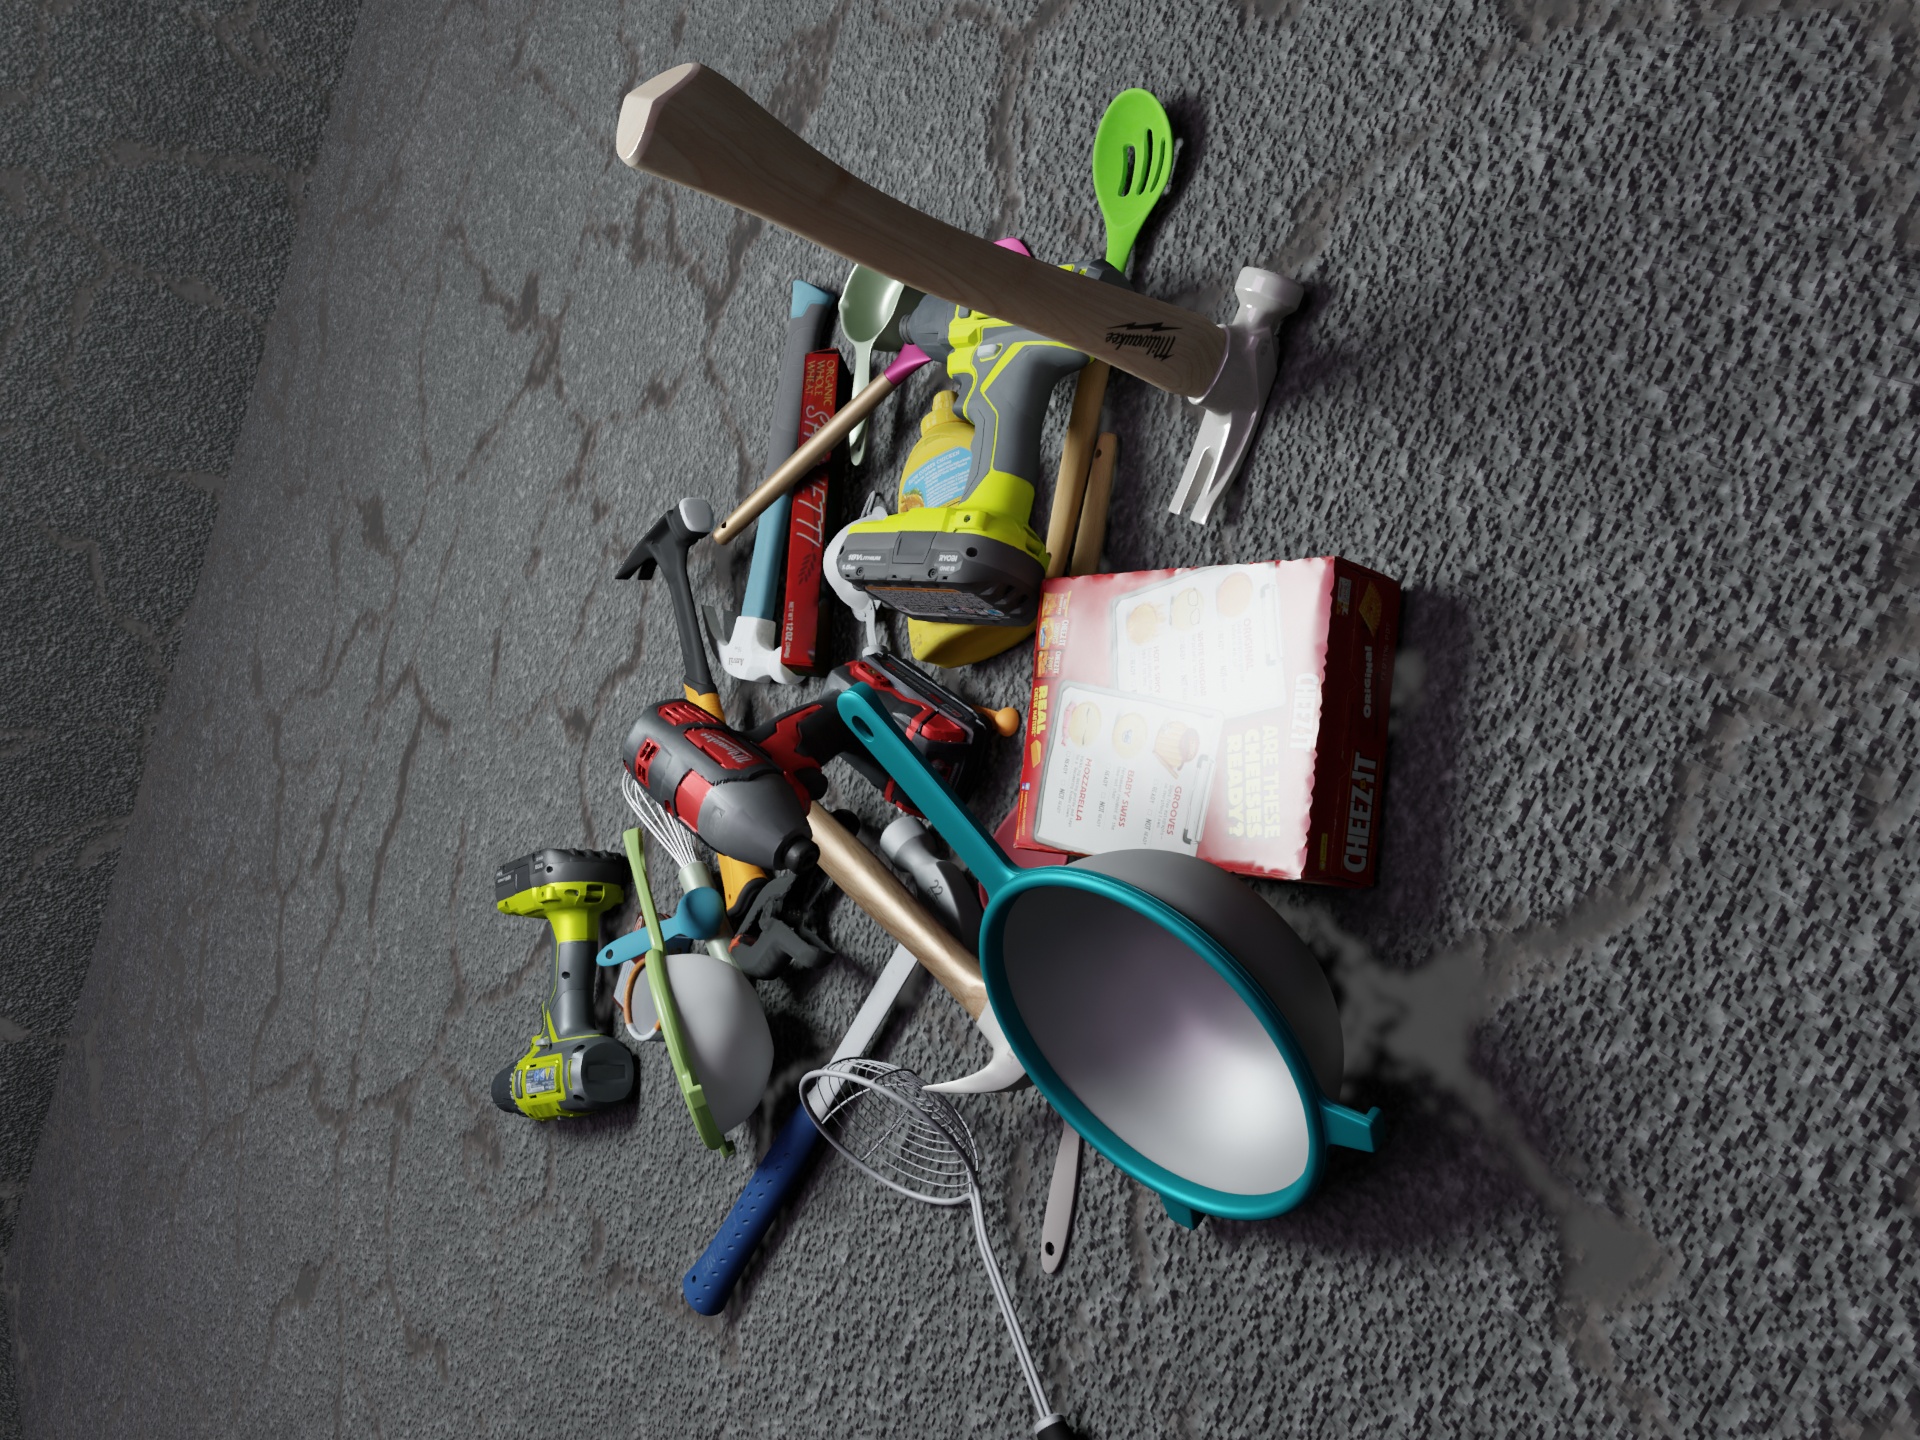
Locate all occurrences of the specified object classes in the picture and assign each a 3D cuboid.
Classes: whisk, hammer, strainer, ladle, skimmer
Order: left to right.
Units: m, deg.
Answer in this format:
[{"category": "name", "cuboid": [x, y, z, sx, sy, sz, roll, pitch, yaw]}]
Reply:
[{"category": "whisk", "cuboid": [-0.220, 0.116, 1.296, 0.057, 0.059, 0.247, 89, 156, -52]}, {"category": "hammer", "cuboid": [-0.209, -0.003, 1.280, 0.127, 0.034, 0.337, -34, 65, 47]}, {"category": "strainer", "cuboid": [-0.190, 0.184, 1.174, 0.151, 0.069, 0.257, 87, 164, -61]}, {"category": "hammer", "cuboid": [-0.145, -0.195, 1.288, 0.128, 0.033, 0.331, 6, 85, 50]}, {"category": "hammer", "cuboid": [-0.095, 0.268, 1.111, 0.405, 0.035, 0.144, -60, 42, 21]}, {"category": "strainer", "cuboid": [-0.064, -0.055, 1.152, 0.087, 0.050, 0.259, -44, 51, 55]}, {"category": "hammer", "cuboid": [-0.046, 0.120, 1.026, 0.332, 0.031, 0.130, 38, 107, 43]}, {"category": "skimmer", "cuboid": [0.002, 0.360, 0.928, 0.127, 0.090, 0.364, 102, 150, -51]}, {"category": "hammer", "cuboid": [0.014, -0.213, 0.801, 0.038, 0.410, 0.146, 32, 106, 49]}, {"category": "ladle", "cuboid": [0.065, -0.027, 1.000, 0.069, 0.031, 0.315, 7, 85, 46]}, {"category": "strainer", "cuboid": [0.075, 0.095, 0.821, 0.340, 0.095, 0.211, 49, 146, 9]}]

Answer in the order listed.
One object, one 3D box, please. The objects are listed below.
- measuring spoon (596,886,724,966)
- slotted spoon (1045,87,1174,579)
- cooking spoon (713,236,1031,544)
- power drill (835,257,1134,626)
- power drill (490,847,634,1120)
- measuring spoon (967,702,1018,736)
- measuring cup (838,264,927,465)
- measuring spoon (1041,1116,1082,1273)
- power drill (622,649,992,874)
[{"category": "measuring spoon", "cuboid": [-0.243, 0.166, 1.253, 0.128, 0.021, 0.042, -26, 63, 21]}, {"category": "slotted spoon", "cuboid": [0.089, -0.245, 1.024, 0.070, 0.031, 0.314, 14, 94, 49]}, {"category": "cooking spoon", "cuboid": [-0.069, -0.233, 1.164, 0.319, 0.017, 0.069, -39, 59, 19]}, {"category": "power drill", "cuboid": [0.007, -0.178, 1.003, 0.171, 0.080, 0.223, 6, 75, 40]}, {"category": "power drill", "cuboid": [-0.361, 0.239, 1.409, 0.190, 0.080, 0.229, -20, 68, 46]}, {"category": "measuring spoon", "cuboid": [-0.002, -0.003, 1.084, 0.117, 0.011, 0.021, 8, 87, 51]}, {"category": "measuring cup", "cuboid": [-0.058, -0.272, 1.201, 0.083, 0.038, 0.167, 1, 85, 50]}, {"category": "measuring spoon", "cuboid": [0.058, 0.266, 0.941, 0.034, 0.018, 0.124, 7, 87, 51]}, {"category": "power drill", "cuboid": [-0.087, 0.029, 0.997, 0.143, 0.219, 0.078, 36, 121, 28]}]
